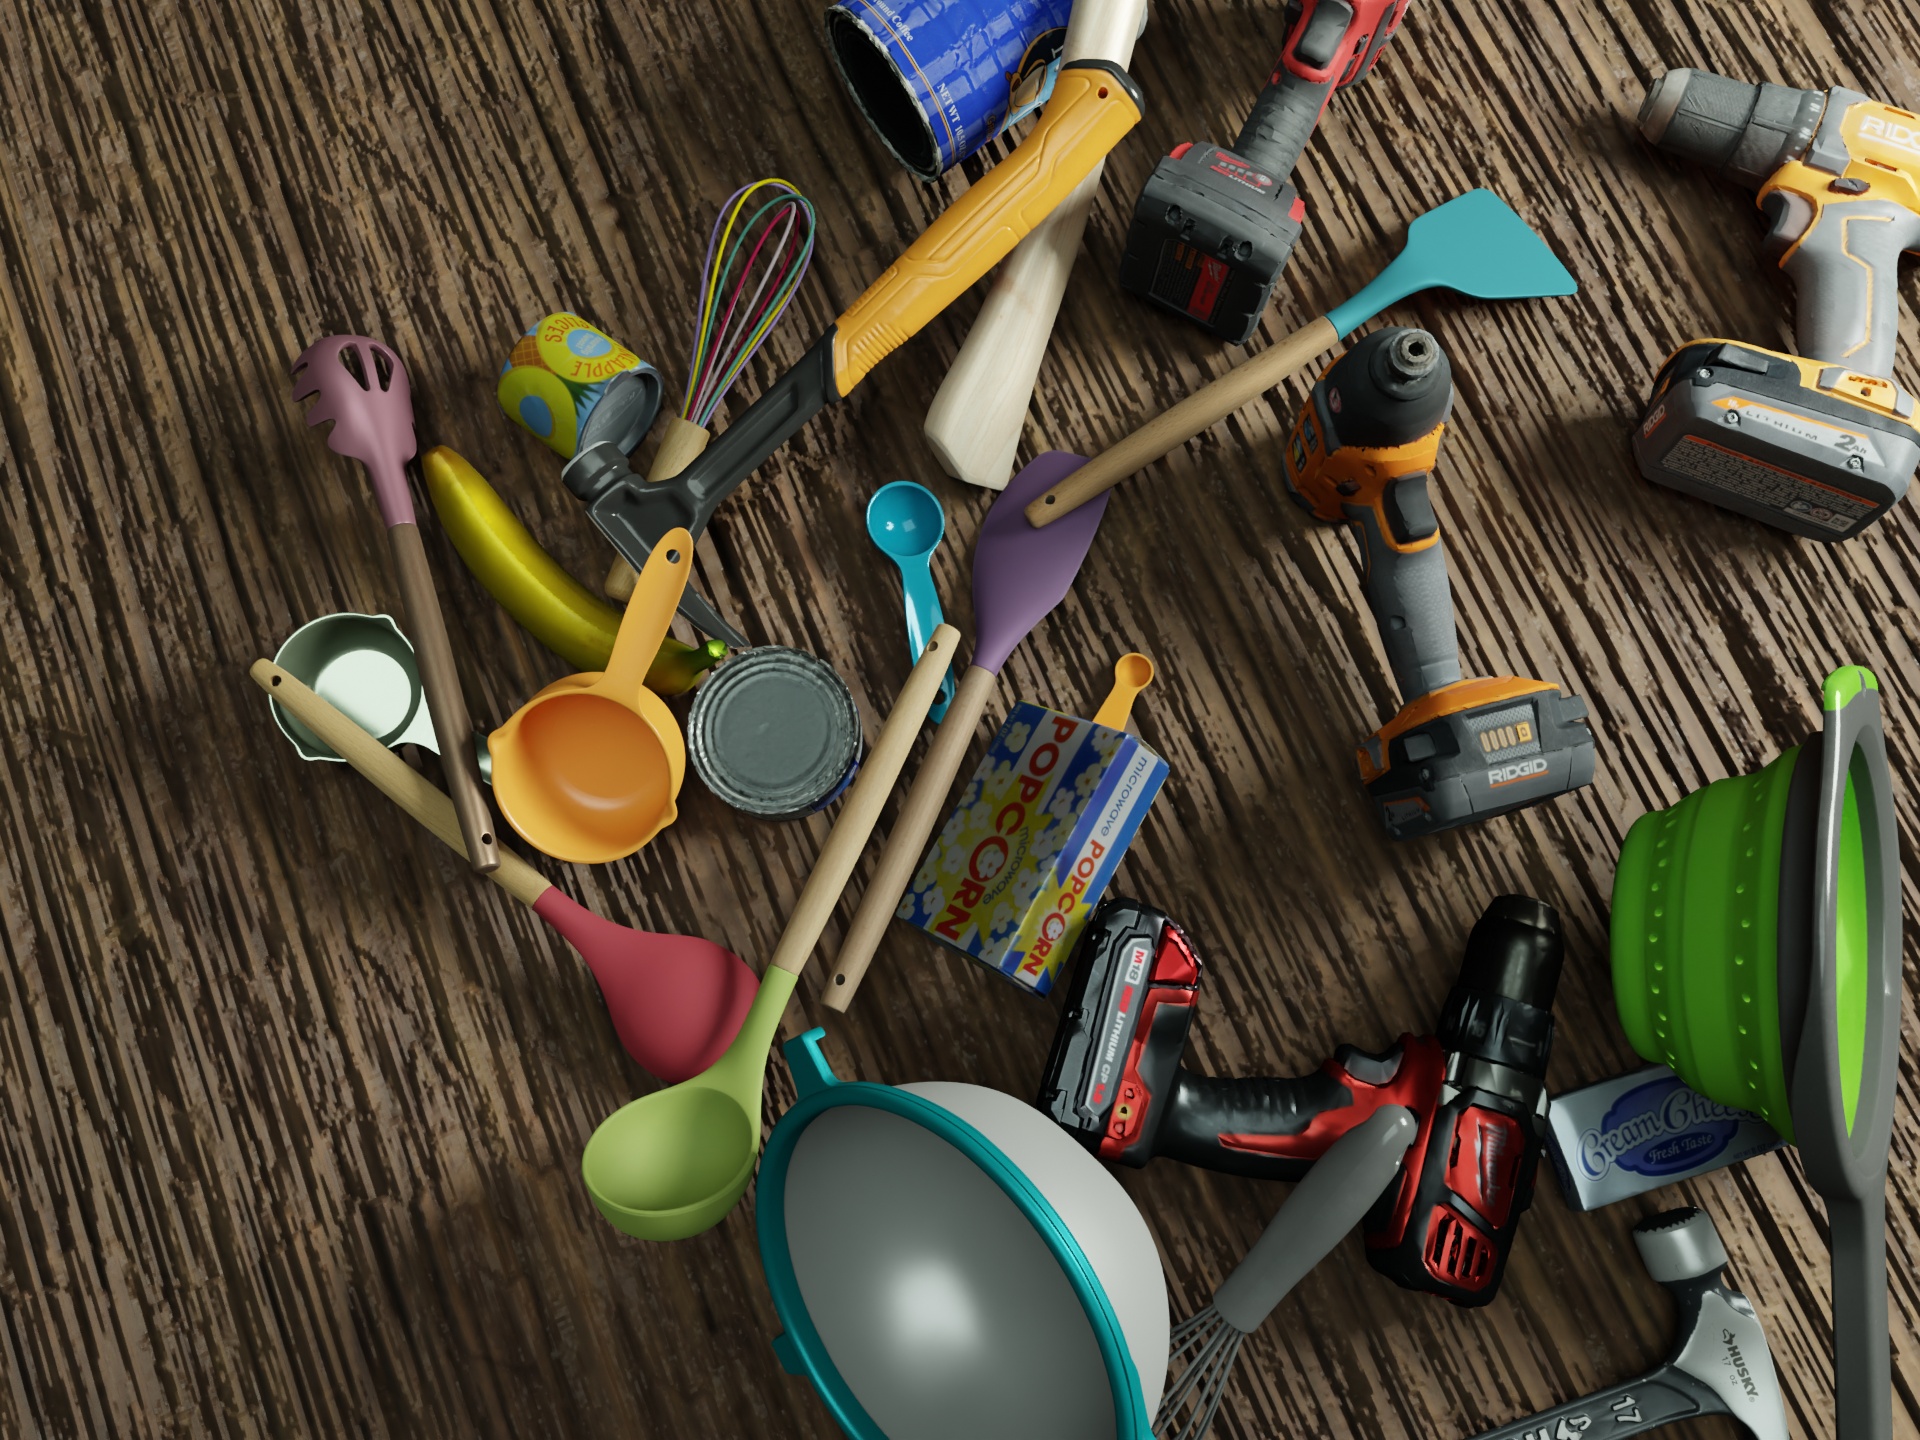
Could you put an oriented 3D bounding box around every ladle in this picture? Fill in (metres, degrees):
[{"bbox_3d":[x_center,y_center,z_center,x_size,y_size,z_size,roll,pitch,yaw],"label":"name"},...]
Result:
[{"bbox_3d":[-0.224,0.069,0.779,0.315,0.031,0.069,38,77,3],"label":"ladle"},{"bbox_3d":[-0.077,0.089,0.746,0.078,0.062,0.320,17,74,31],"label":"ladle"}]

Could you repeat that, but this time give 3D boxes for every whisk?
[{"bbox_3d":[0.122,0.255,0.689,0.055,0.055,0.239,37,108,10],"label":"whisk"},{"bbox_3d":[-0.131,-0.175,0.845,0.051,0.047,0.245,19,84,19],"label":"whisk"}]

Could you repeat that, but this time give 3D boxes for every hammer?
[{"bbox_3d":[0.073,-0.316,0.801,0.146,0.038,0.410,13,100,-20],"label":"hammer"},{"bbox_3d":[0.175,0.360,0.714,0.409,0.036,0.149,-20,78,-1],"label":"hammer"},{"bbox_3d":[-0.039,-0.185,0.777,0.337,0.034,0.127,-42,86,9],"label":"hammer"}]

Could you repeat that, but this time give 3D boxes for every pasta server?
[{"bbox_3d":[-0.278,-0.069,0.804,0.060,0.040,0.316,-6,69,-37],"label":"pasta server"}]

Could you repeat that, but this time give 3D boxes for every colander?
[{"bbox_3d":[0.344,0.176,0.687,0.094,0.204,0.397,-1,93,37],"label":"colander"}]

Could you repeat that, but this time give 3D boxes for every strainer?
[{"bbox_3d":[0.063,0.258,0.649,0.341,0.095,0.211,23,121,34],"label":"strainer"}]

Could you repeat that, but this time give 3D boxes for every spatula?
[{"bbox_3d":[-0.001,-0.003,0.796,0.060,0.018,0.316,17,72,20],"label":"spatula"},{"bbox_3d":[0.171,-0.183,0.828,0.317,0.044,0.082,-32,69,-2],"label":"spatula"}]

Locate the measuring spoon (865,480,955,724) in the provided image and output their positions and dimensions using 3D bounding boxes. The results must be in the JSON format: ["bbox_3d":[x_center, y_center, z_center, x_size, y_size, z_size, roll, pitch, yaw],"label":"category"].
[{"bbox_3d":[-0.023,-0.060,0.827,0.042,0.021,0.128,-9,86,-18],"label":"measuring spoon"}]

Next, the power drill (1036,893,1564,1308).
[{"bbox_3d":[0.164,0.148,0.740,0.226,0.080,0.188,18,80,4],"label":"power drill"}]

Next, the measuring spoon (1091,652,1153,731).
[{"bbox_3d":[0.068,0.019,0.807,0.021,0.011,0.117,25,84,10],"label":"measuring spoon"}]

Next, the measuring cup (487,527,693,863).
[{"bbox_3d":[-0.161,-0.017,0.766,0.095,0.052,0.173,23,104,-6],"label":"measuring cup"}]

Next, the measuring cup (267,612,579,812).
[{"bbox_3d":[-0.270,0.006,0.818,0.167,0.038,0.083,28,81,-4],"label":"measuring cup"}]

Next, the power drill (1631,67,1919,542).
[{"bbox_3d":[0.414,-0.224,0.806,0.185,0.084,0.226,23,76,8],"label":"power drill"}]

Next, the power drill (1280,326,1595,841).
[{"bbox_3d":[0.215,-0.067,0.739,0.084,0.164,0.226,-14,79,-1],"label":"power drill"}]

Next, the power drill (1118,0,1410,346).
[{"bbox_3d":[0.168,-0.316,0.807,0.078,0.143,0.220,28,83,4],"label":"power drill"}]
